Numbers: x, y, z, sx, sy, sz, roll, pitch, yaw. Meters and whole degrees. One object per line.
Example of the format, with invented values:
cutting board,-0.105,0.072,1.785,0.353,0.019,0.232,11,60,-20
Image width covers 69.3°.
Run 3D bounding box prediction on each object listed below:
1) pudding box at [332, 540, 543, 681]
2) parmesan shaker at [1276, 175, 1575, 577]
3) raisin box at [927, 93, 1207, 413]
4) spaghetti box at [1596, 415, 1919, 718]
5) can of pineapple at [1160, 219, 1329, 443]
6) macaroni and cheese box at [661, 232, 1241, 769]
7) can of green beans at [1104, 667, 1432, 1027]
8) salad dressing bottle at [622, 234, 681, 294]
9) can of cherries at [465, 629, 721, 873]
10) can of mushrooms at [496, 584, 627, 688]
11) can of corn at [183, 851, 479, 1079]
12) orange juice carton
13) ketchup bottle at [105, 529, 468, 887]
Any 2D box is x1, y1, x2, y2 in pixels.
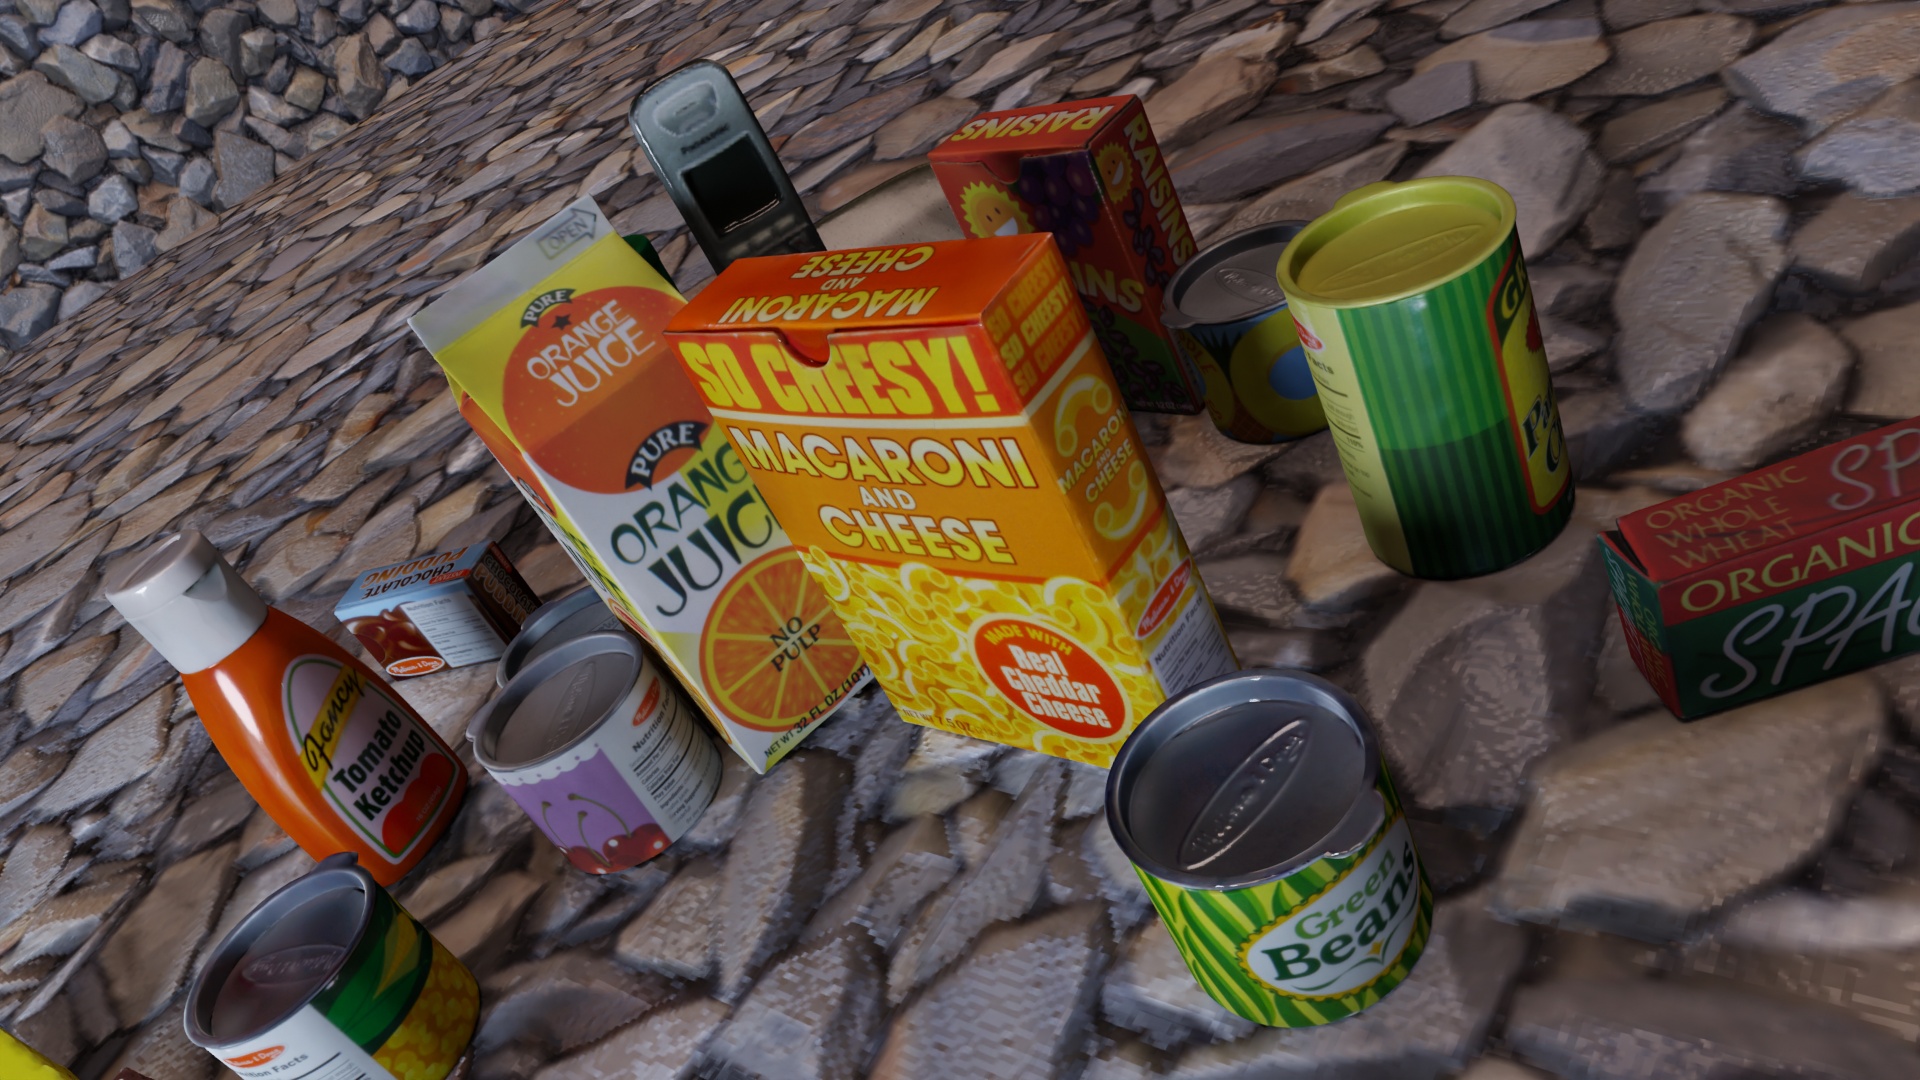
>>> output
pudding box,-0.241,0.033,0.644,0.083,0.049,0.030,-13,36,24
parmesan shaker,0.142,-0.049,0.420,0.071,0.102,0.072,-20,33,14
raisin box,0.050,-0.112,0.558,0.086,0.123,0.040,12,50,46
spaghetti box,0.283,-0.021,0.323,0.250,0.050,0.029,-20,33,13
can of pineapple,0.115,-0.077,0.522,0.071,0.057,0.071,-20,33,14
macaroni and cheese box,0.001,-0.005,0.406,0.123,0.165,0.040,5,46,42
can of green beans,0.076,0.075,0.340,0.071,0.057,0.071,-20,33,14
salad dressing bottle,-0.108,-0.054,0.574,0.044,0.147,0.064,-9,37,28
can of cherries,-0.129,0.075,0.494,0.071,0.058,0.072,-20,33,14
can of mushrooms,-0.153,0.049,0.571,0.071,0.033,0.071,-20,33,14
can of corn,-0.198,0.146,0.447,0.071,0.058,0.071,-20,33,14
orange juice carton,-0.102,-0.017,0.476,0.072,0.192,0.073,-41,34,-18
ketchup bottle,-0.250,0.062,0.518,0.043,0.148,0.065,-10,37,27
